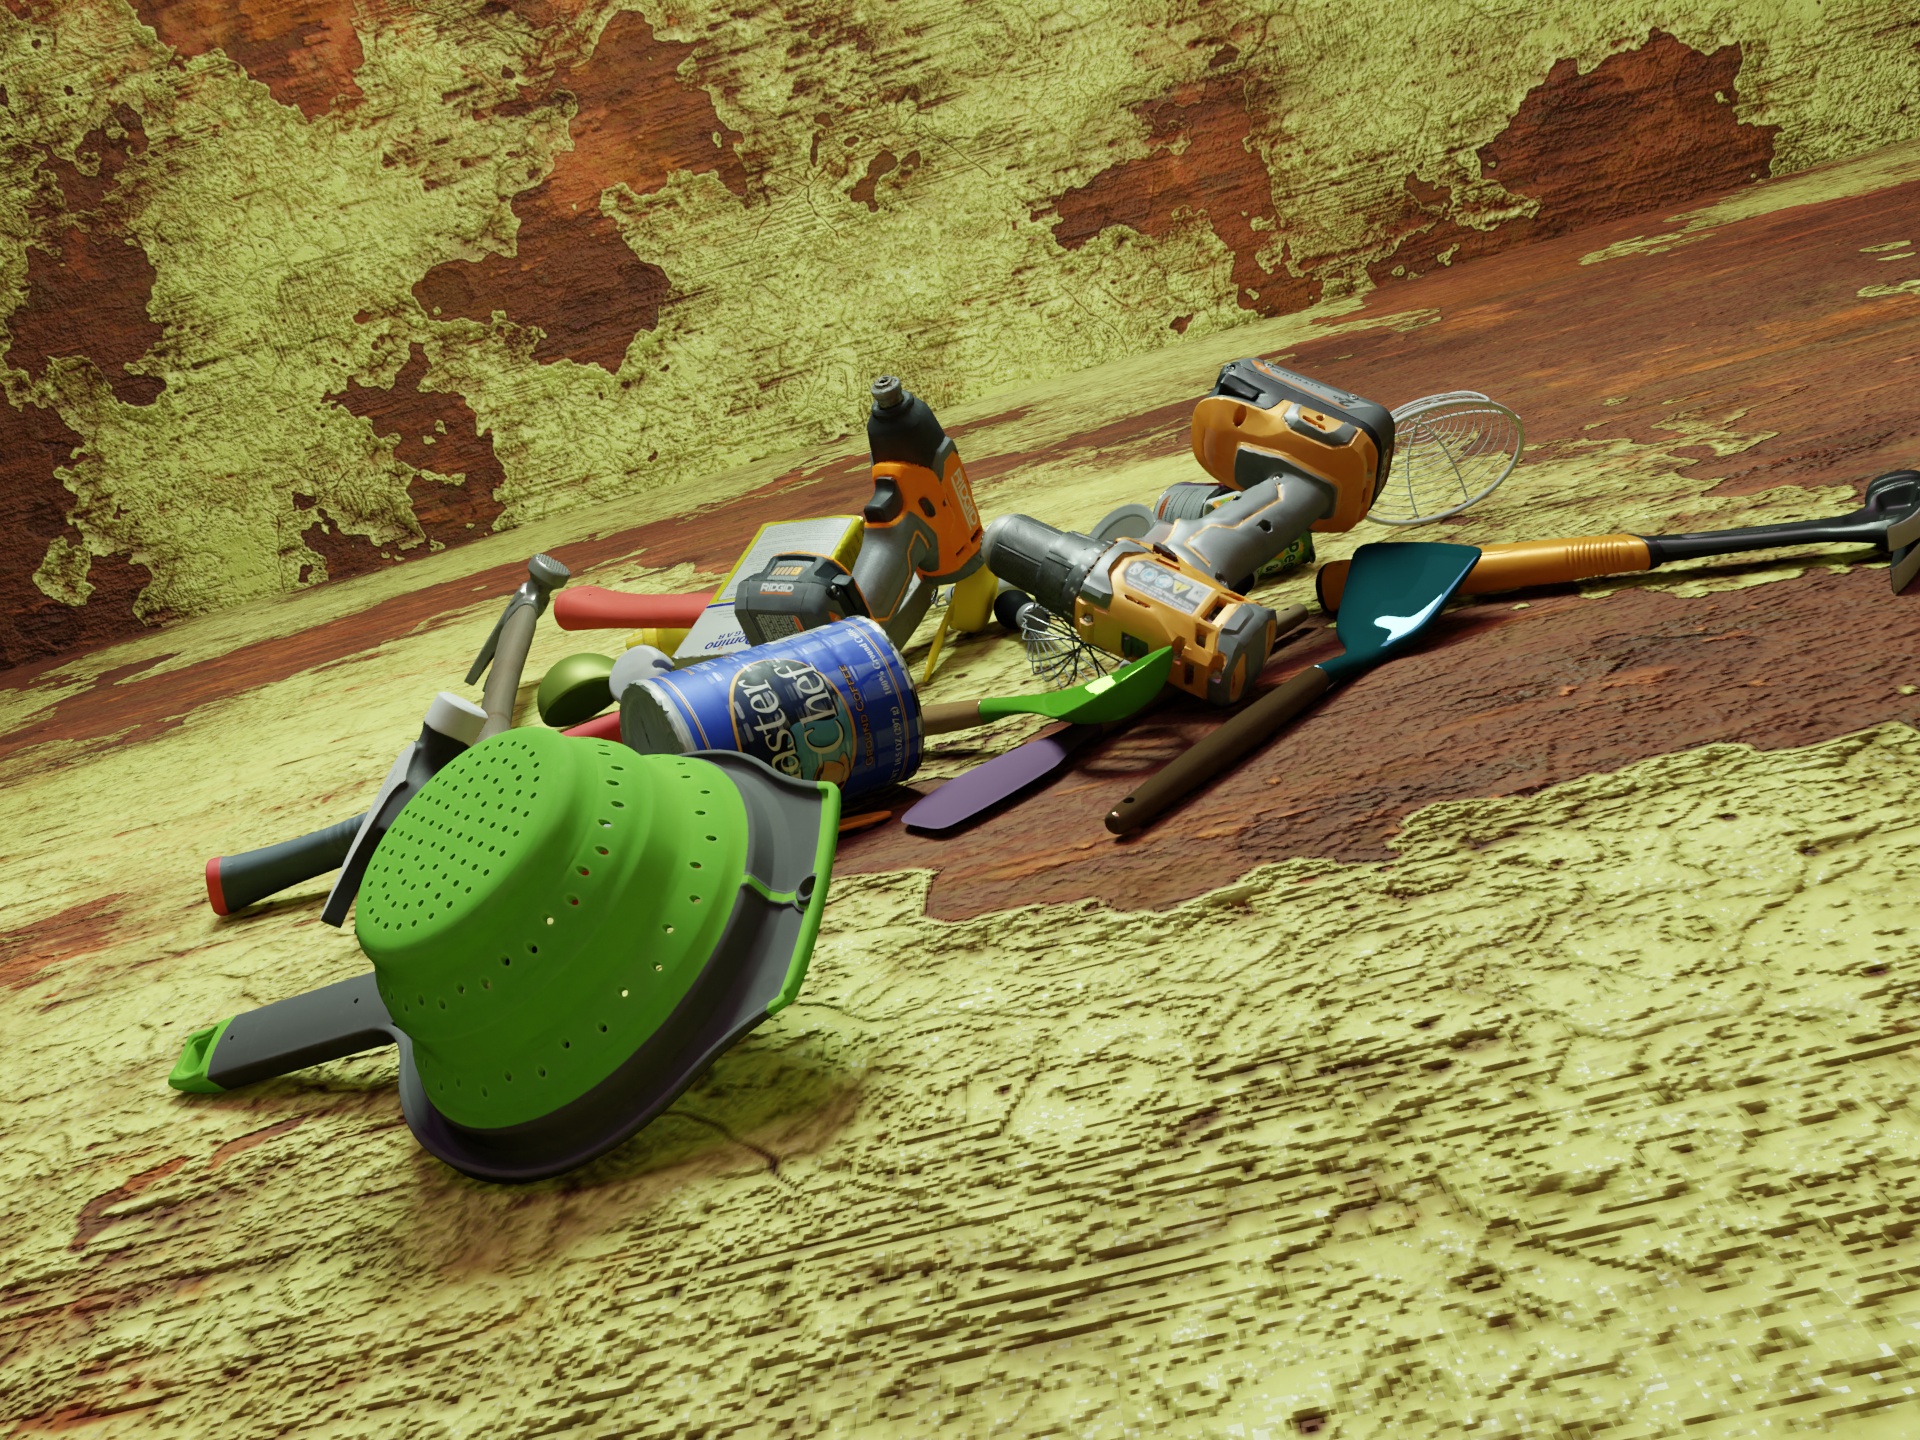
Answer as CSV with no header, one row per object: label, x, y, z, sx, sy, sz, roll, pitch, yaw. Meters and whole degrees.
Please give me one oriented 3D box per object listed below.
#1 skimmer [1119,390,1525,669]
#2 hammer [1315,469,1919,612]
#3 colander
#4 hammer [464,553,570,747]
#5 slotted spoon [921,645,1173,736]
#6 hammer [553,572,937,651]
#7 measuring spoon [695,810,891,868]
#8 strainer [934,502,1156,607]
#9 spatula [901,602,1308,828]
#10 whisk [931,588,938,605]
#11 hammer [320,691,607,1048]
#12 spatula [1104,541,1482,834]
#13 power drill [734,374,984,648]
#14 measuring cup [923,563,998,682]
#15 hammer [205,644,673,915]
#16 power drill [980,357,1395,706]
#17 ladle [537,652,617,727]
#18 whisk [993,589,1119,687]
skimmer,0.246,-0.110,1.055,0.090,0.127,0.363,40,58,17
hammer,0.365,-0.092,0.920,0.337,0.034,0.127,-4,19,35
colander,-0.238,0.094,0.674,0.397,0.094,0.205,-19,42,28
hammer,-0.386,-0.019,1.324,0.146,0.038,0.411,-56,20,13
slotted spoon,-0.002,-0.003,0.952,0.314,0.031,0.070,-9,17,43
hammer,-0.192,-0.083,1.288,0.359,0.036,0.149,2,39,30
measuring spoon,-0.094,0.069,0.875,0.117,0.011,0.021,-15,8,-8
strainer,0.075,-0.116,1.262,0.258,0.050,0.087,-8,61,42
spatula,0.095,-0.007,0.926,0.316,0.018,0.060,-27,19,-31
whisk,-0.122,-0.073,1.309,0.239,0.055,0.055,-26,18,-16
hammer,-0.247,0.094,0.807,0.335,0.035,0.146,28,88,54
spatula,0.175,-0.023,0.855,0.082,0.044,0.317,9,30,43
power drill,-0.063,-0.122,1.104,0.084,0.164,0.227,5,45,30
measuring cup,0.001,-0.069,1.187,0.029,0.062,0.157,13,35,6
hammer,-0.314,0.057,1.016,0.386,0.038,0.143,-20,-29,17
power drill,0.139,-0.125,0.967,0.185,0.084,0.226,28,59,24
ladle,-0.203,-0.016,1.215,0.320,0.062,0.078,5,10,35
whisk,0.057,-0.066,1.100,0.070,0.070,0.285,-18,11,-5
